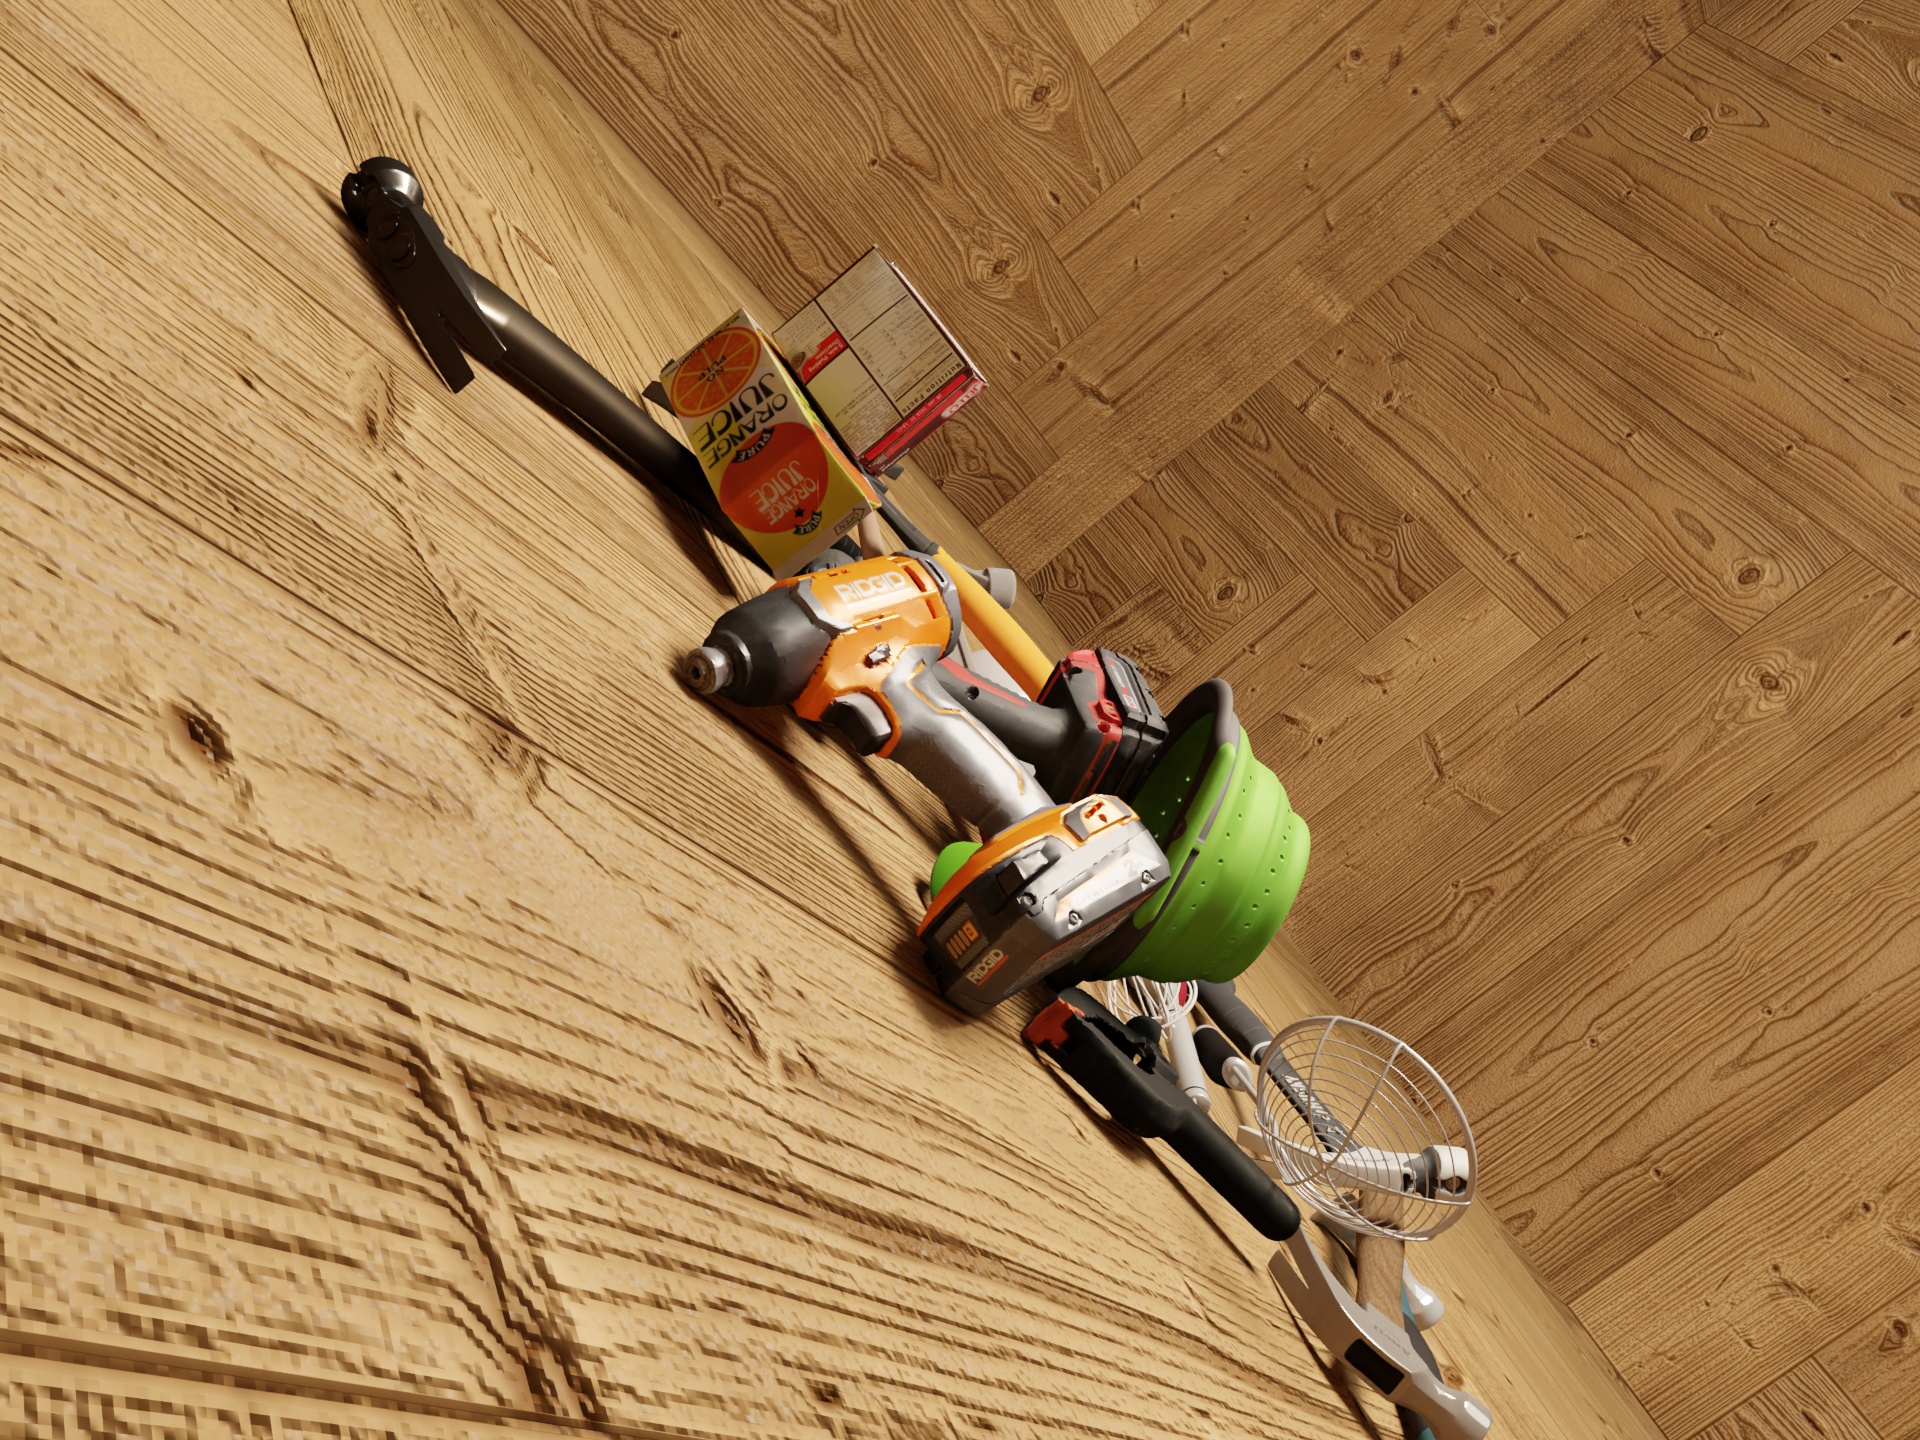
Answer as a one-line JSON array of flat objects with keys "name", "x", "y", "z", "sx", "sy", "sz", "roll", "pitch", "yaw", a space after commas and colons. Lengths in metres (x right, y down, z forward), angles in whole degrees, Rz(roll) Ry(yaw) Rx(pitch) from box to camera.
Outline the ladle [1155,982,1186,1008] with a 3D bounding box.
[{"name": "ladle", "x": 0.154, "y": 0.176, "z": 1.352, "sx": 0.069, "sy": 0.031, "sz": 0.315, "roll": 51, "pitch": 6, "yaw": -7}]

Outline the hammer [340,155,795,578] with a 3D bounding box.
[{"name": "hammer", "x": -0.186, "y": -0.161, "z": 0.927, "sx": 0.146, "sy": 0.038, "sz": 0.410, "roll": 56, "pitch": 9, "yaw": 26}]

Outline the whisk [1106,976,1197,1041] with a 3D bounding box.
[{"name": "whisk", "x": 0.110, "y": 0.140, "z": 1.110, "sx": 0.247, "sy": 0.059, "sz": 0.057, "roll": -110, "pitch": 176, "yaw": -62}]

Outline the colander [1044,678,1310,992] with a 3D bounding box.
[{"name": "colander", "x": 0.126, "y": 0.091, "z": 1.007, "sx": 0.094, "sy": 0.204, "sz": 0.397, "roll": 29, "pitch": -7, "yaw": -5}]

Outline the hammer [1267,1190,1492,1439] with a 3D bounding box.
[{"name": "hammer", "x": 0.261, "y": 0.335, "z": 0.997, "sx": 0.130, "sy": 0.031, "sz": 0.331, "roll": 38, "pitch": 11, "yaw": 11}]

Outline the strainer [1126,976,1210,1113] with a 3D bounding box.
[{"name": "strainer", "x": 0.145, "y": 0.202, "z": 1.109, "sx": 0.259, "sy": 0.050, "sz": 0.086, "roll": -93, "pitch": 169, "yaw": -68}]

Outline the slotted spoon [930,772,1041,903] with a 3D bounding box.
[{"name": "slotted spoon", "x": 0.040, "y": 0.057, "z": 0.947, "sx": 0.070, "sy": 0.031, "sz": 0.314, "roll": 45, "pitch": 21, "yaw": -4}]

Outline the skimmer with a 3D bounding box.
[{"name": "skimmer", "x": 0.206, "y": 0.216, "z": 0.961, "sx": 0.363, "sy": 0.090, "sz": 0.127, "roll": 141, "pitch": -76, "yaw": -89}]

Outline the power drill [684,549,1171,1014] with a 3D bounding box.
[{"name": "power drill", "x": -0.022, "y": 0.021, "z": 0.757, "sx": 0.164, "sy": 0.084, "sz": 0.227, "roll": -20, "pitch": 67, "yaw": -48}]

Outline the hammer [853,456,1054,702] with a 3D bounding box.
[{"name": "hammer", "x": -0.006, "y": -0.100, "z": 1.132, "sx": 0.127, "sy": 0.034, "sz": 0.337, "roll": 21, "pitch": 24, "yaw": -54}]

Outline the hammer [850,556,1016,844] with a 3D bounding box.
[{"name": "hammer", "x": -0.002, "y": -0.004, "z": 1.103, "sx": 0.149, "sy": 0.036, "sz": 0.359, "roll": 1, "pitch": 39, "yaw": -14}]

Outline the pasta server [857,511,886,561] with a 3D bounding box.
[{"name": "pasta server", "x": -0.060, "y": -0.081, "z": 1.124, "sx": 0.060, "sy": 0.040, "sz": 0.317, "roll": 46, "pitch": 15, "yaw": -30}]

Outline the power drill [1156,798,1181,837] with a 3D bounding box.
[{"name": "power drill", "x": 0.150, "y": 0.077, "z": 1.299, "sx": 0.229, "sy": 0.080, "sz": 0.190, "roll": 55, "pitch": -5, "yaw": 39}]

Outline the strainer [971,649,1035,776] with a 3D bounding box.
[{"name": "strainer", "x": 0.022, "y": -0.037, "z": 1.264, "sx": 0.151, "sy": 0.069, "sz": 0.257, "roll": 42, "pitch": 10, "yaw": -47}]

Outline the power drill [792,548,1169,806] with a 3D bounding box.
[{"name": "power drill", "x": -0.004, "y": -0.030, "z": 0.956, "sx": 0.226, "sy": 0.080, "sz": 0.188, "roll": 20, "pitch": 21, "yaw": -15}]

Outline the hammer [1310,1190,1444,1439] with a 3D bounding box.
[{"name": "hammer", "x": 0.288, "y": 0.401, "z": 1.026, "sx": 0.128, "sy": 0.033, "sz": 0.331, "roll": 52, "pitch": 8, "yaw": 2}]

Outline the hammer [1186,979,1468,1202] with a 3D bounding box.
[{"name": "hammer", "x": 0.229, "y": 0.256, "z": 1.188, "sx": 0.149, "sy": 0.036, "sz": 0.409, "roll": 6, "pitch": 7, "yaw": -7}]

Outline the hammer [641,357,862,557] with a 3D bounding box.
[{"name": "hammer", "x": -0.127, "y": -0.166, "z": 1.236, "sx": 0.146, "sy": 0.035, "sz": 0.334, "roll": 40, "pitch": -1, "yaw": 26}]
